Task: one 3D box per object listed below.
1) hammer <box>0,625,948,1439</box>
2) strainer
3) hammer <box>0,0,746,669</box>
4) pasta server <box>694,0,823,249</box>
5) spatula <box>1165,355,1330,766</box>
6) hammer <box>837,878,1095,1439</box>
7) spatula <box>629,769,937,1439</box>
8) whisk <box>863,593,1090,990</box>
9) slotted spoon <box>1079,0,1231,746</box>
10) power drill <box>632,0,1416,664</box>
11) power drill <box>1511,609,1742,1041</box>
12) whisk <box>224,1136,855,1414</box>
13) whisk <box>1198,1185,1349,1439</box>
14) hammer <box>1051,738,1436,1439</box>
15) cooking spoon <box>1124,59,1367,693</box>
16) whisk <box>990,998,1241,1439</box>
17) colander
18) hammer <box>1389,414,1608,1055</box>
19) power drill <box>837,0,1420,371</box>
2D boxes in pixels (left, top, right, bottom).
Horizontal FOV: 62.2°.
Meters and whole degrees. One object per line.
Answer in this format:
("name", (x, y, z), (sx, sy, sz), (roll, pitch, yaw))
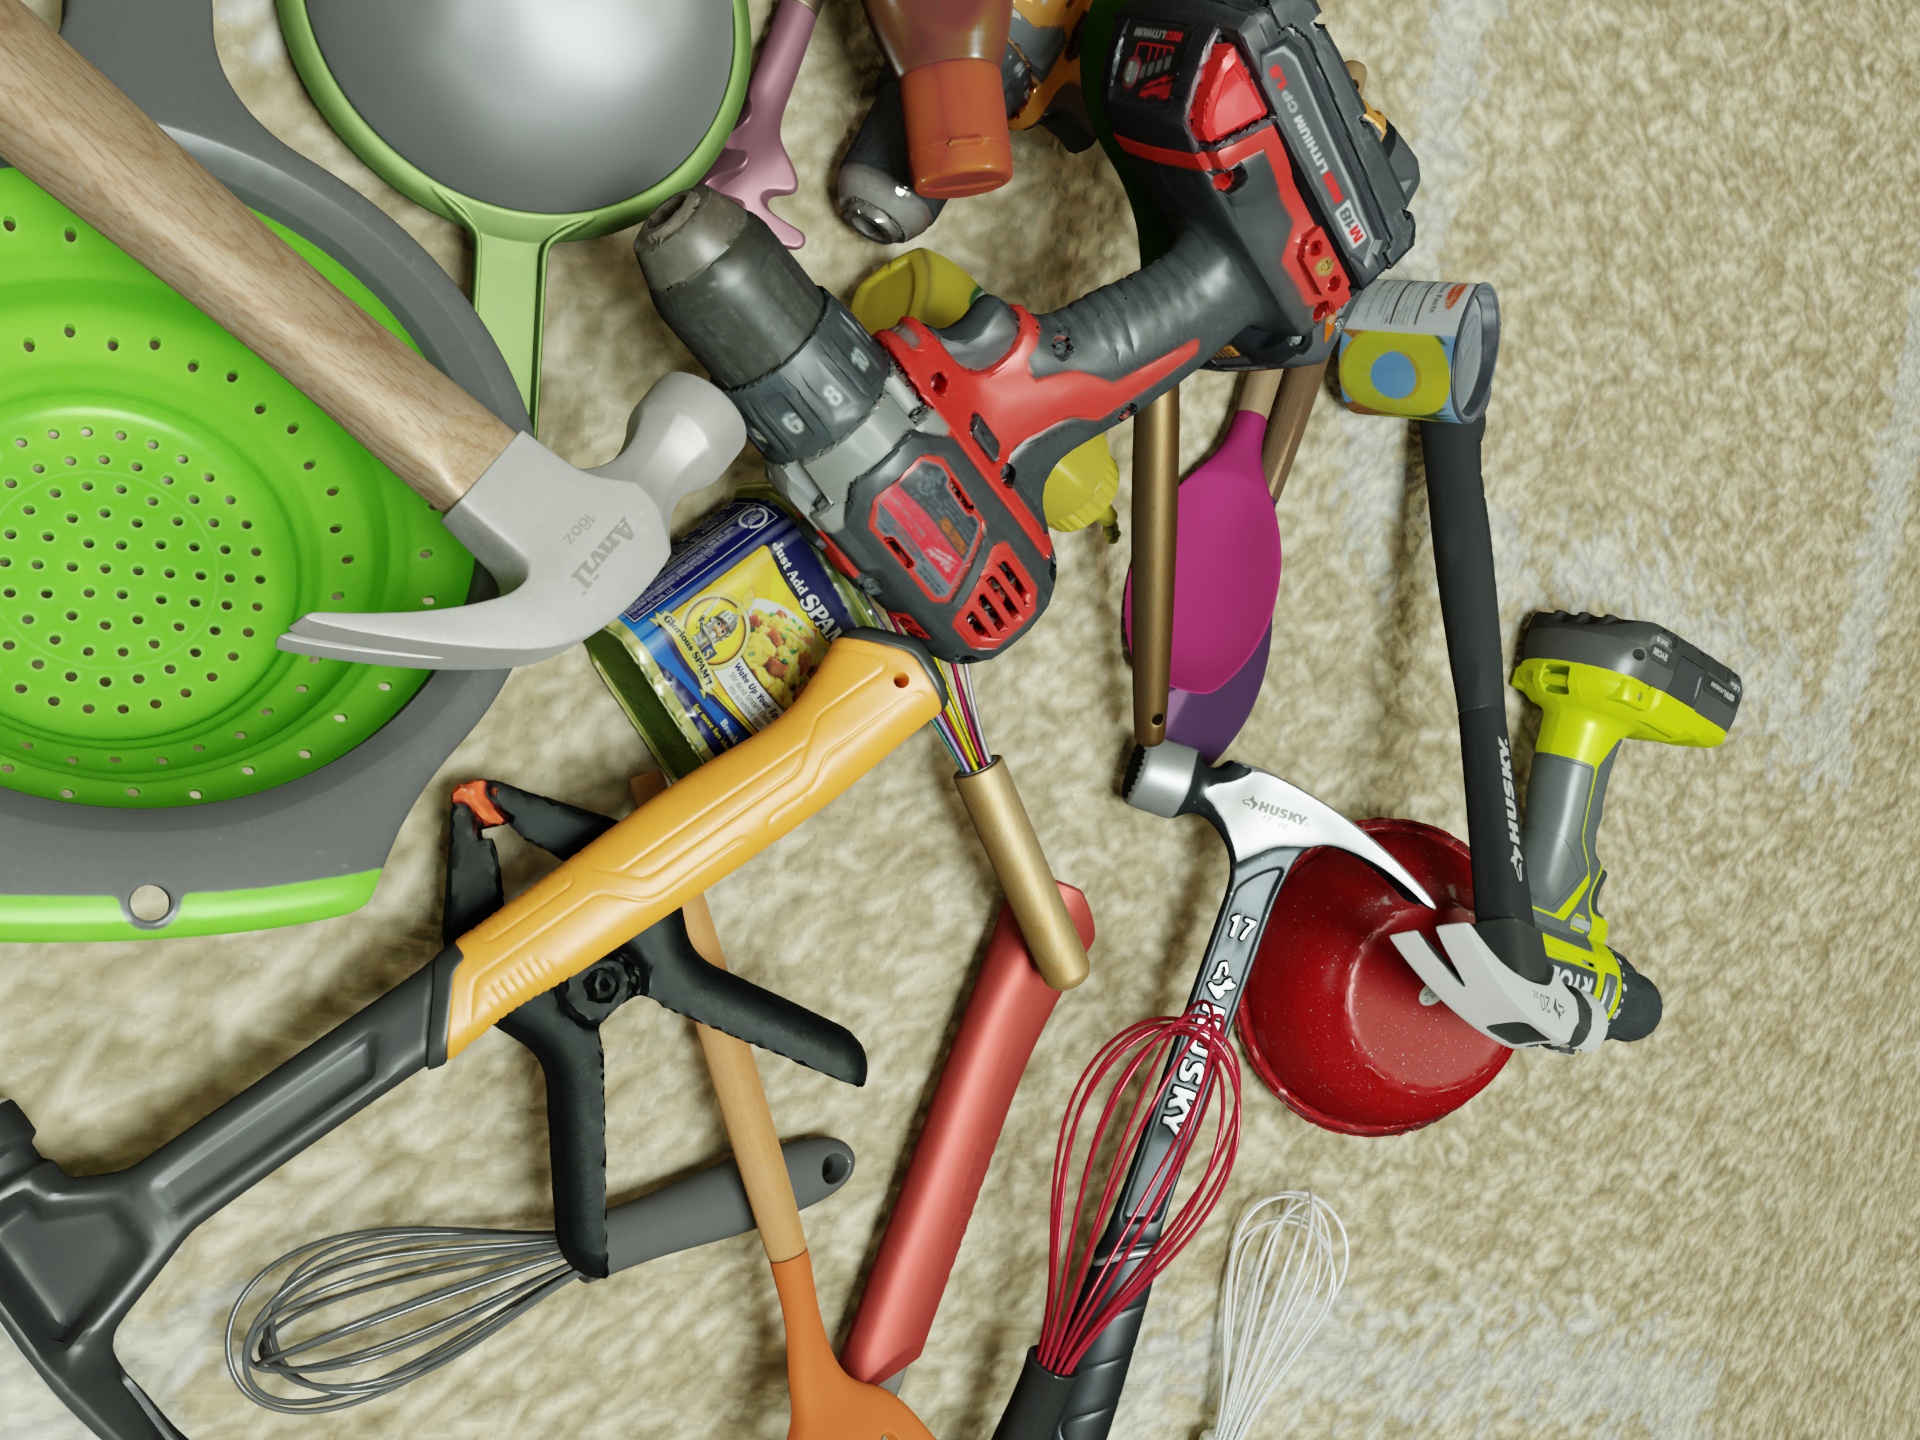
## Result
("hammer", (-0.137, 0.082, 0.502), (0.337, 0.034, 0.127), (-36, 92, -17))
("strainer", (-0.133, -0.178, 0.489), (0.151, 0.069, 0.256), (4, 89, -24))
("hammer", (-0.209, -0.135, 0.383), (0.331, 0.031, 0.130), (41, 58, -18))
("pasta server", (-0.045, -0.283, 0.585), (0.060, 0.040, 0.316), (42, 64, -69))
("spatula", (0.154, -0.129, 0.759), (0.059, 0.018, 0.316), (22, 83, -27))
("hammer", (-0.030, 0.232, 0.655), (0.149, 0.037, 0.359), (26, 80, -35))
("spatula", (-0.064, 0.172, 0.582), (0.081, 0.041, 0.322), (-19, 93, -44))
("whisk", (0.000, -0.003, 0.630), (0.051, 0.047, 0.245), (-28, 104, -19))
("slotted spoon", (0.080, -0.132, 0.630), (0.070, 0.031, 0.313), (-10, 117, -18))
("power drill", (0.022, -0.148, 0.525), (0.226, 0.080, 0.187), (-43, 126, -2))
("power drill", (0.358, 0.069, 0.896), (0.190, 0.080, 0.228), (21, 86, -35))
("whisk", (-0.136, 0.186, 0.569), (0.239, 0.055, 0.055), (-7, 99, -40))
("whisk", (0.133, 0.349, 0.785), (0.058, 0.059, 0.246), (20, 86, 1))
("hammer", (0.086, 0.221, 0.713), (0.149, 0.036, 0.409), (19, 88, -4))
("cooking spoon", (0.143, -0.165, 0.742), (0.068, 0.017, 0.319), (18, 81, -3))
("whisk", (0.046, 0.251, 0.663), (0.073, 0.073, 0.296), (17, 98, -36))
("colander", (-0.234, -0.133, 0.444), (0.204, 0.094, 0.397), (2, 76, -34))
("hammer", (0.243, -0.018, 0.754), (0.146, 0.035, 0.335), (23, 59, -43))
("power drill", (0.067, -0.229, 0.649), (0.226, 0.084, 0.185), (32, 82, -30))
